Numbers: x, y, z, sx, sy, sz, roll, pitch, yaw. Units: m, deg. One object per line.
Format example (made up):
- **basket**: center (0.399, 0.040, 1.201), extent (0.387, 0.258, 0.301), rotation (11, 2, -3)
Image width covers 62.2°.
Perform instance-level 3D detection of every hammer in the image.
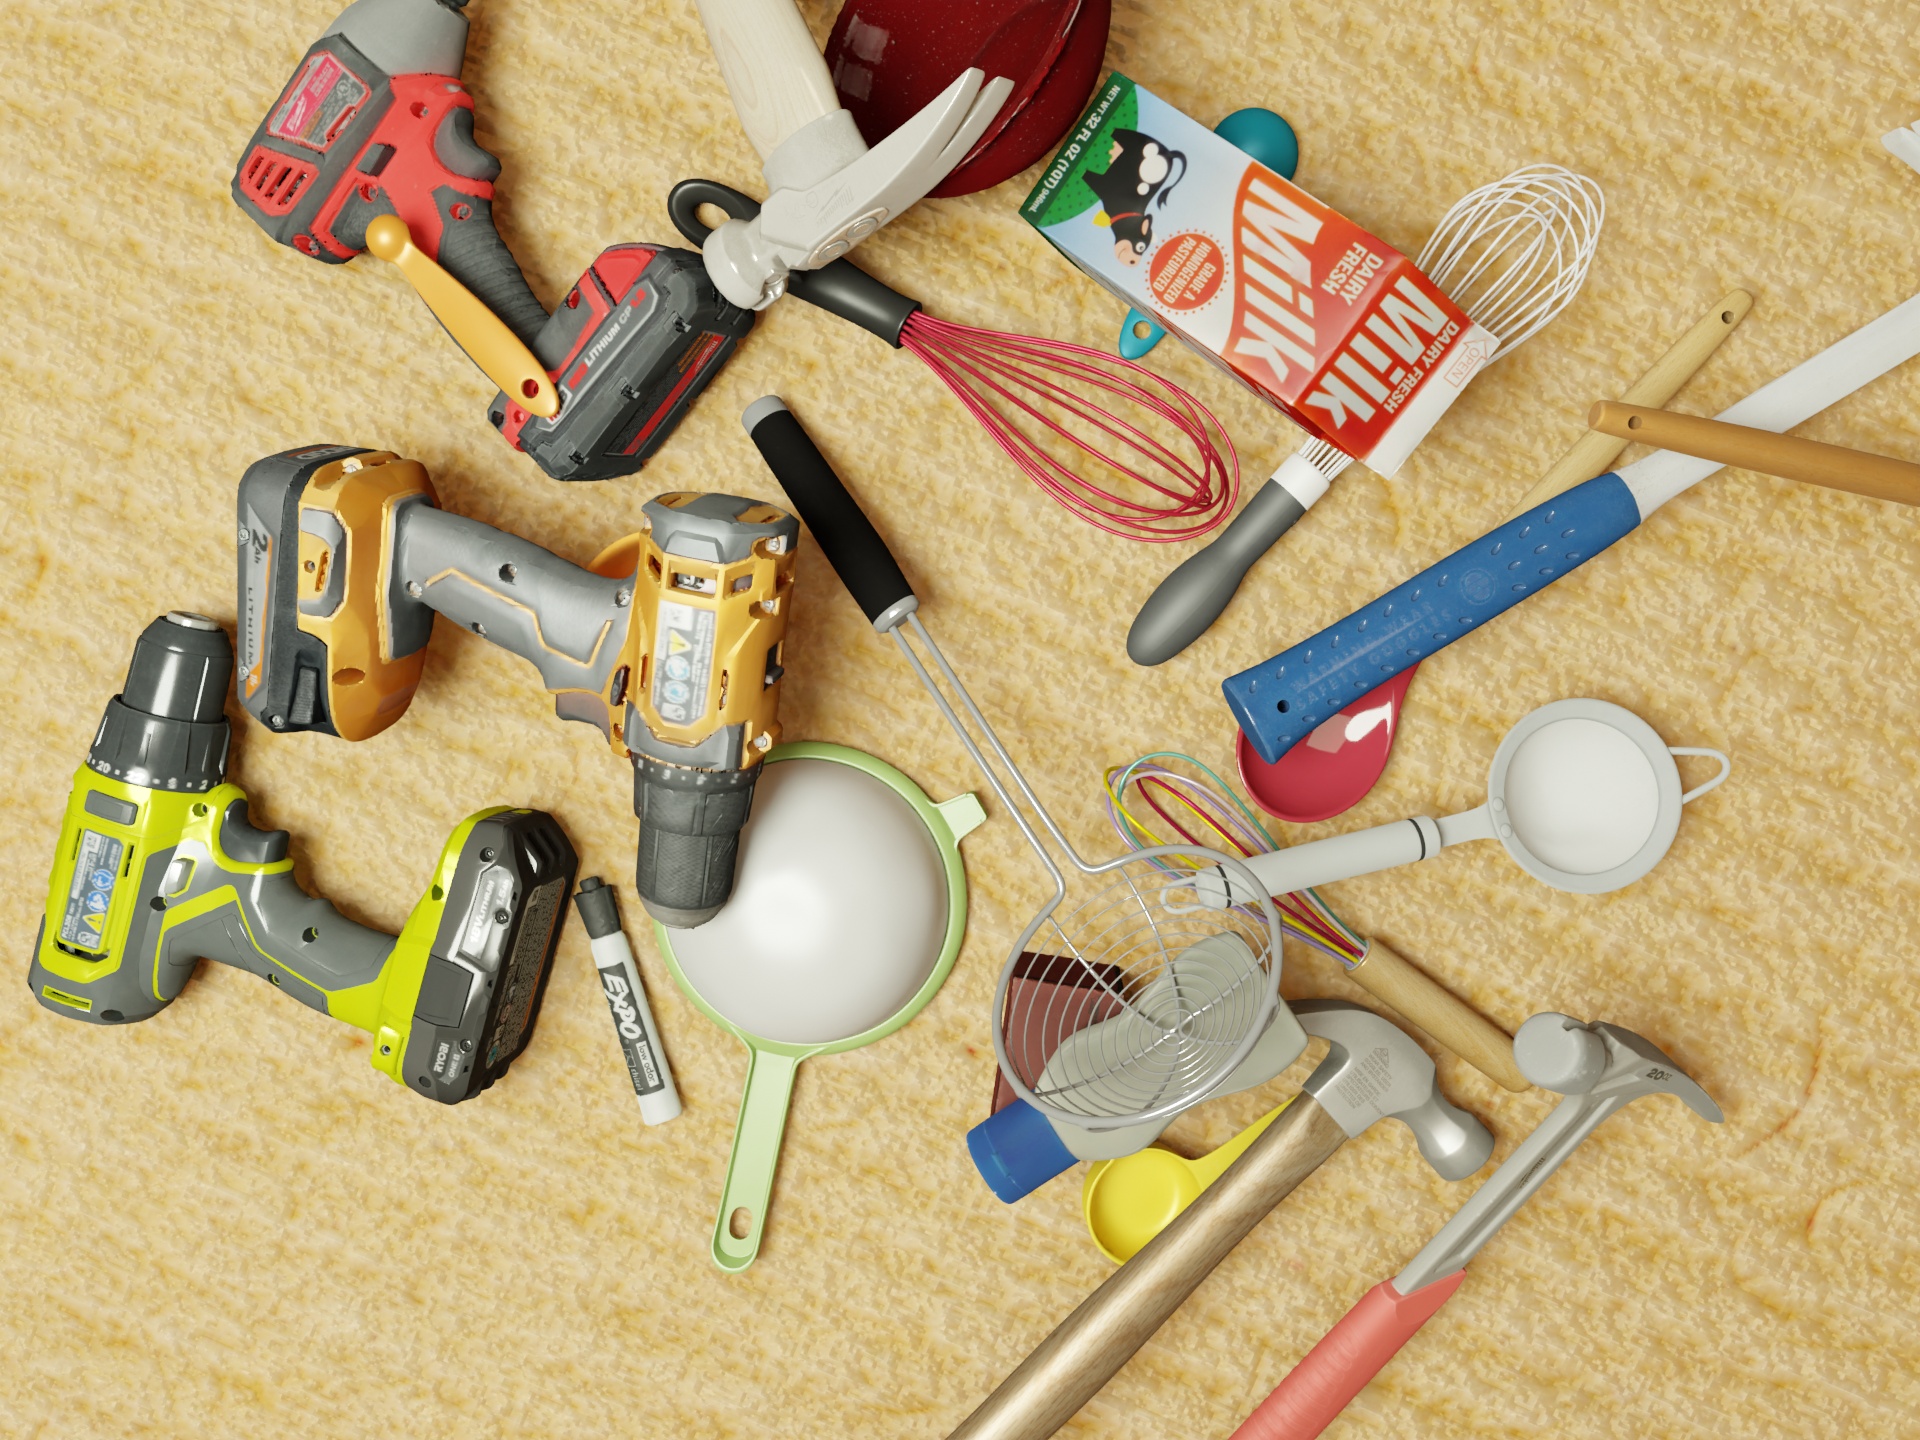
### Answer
- **hammer**: center (0.295, -0.107, 0.690), extent (0.405, 0.035, 0.144), rotation (-31, 96, 0)
- **hammer**: center (-0.118, -0.386, 0.650), extent (0.146, 0.038, 0.411), rotation (-27, 85, 33)
- **hammer**: center (0.081, 0.254, 0.713), extent (0.331, 0.031, 0.130), rotation (-43, 96, -5)
- **hammer**: center (0.191, 0.280, 0.722), extent (0.149, 0.037, 0.359), rotation (26, 107, -40)

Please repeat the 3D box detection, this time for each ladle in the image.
- **ladle**: center (0.242, -0.077, 0.720), extent (0.069, 0.031, 0.315), rotation (44, 93, -4)

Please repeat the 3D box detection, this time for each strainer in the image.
- **strainer**: center (0.210, 0.049, 0.703), extent (0.258, 0.050, 0.087), rotation (-12, 85, -8)
- **strainer**: center (-0.085, 0.138, 0.729), extent (0.151, 0.069, 0.256), rotation (12, 93, 2)

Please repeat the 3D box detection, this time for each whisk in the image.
- **whisk**: center (0.166, 0.092, 0.730), extent (0.245, 0.047, 0.051), rotation (36, 87, -4)
- **whisk**: center (-0.007, -0.167, 0.715), extent (0.296, 0.073, 0.073), rotation (31, 95, 7)
- **whisk**: center (0.174, -0.130, 0.707), extent (0.070, 0.070, 0.284), rotation (42, 99, 0)

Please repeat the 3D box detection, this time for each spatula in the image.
- **spatula**: center (0.413, -0.096, 0.672), extent (0.322, 0.041, 0.081), rotation (11, 104, -7)

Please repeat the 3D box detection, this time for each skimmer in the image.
- **skimmer**: center (-0.001, -0.002, 0.663), extent (0.127, 0.090, 0.363), rotation (-35, 76, 6)

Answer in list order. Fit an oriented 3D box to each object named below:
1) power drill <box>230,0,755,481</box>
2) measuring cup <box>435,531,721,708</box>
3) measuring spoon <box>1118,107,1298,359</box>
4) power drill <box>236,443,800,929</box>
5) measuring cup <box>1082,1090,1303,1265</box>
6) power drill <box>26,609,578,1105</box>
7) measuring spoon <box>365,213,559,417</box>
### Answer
- **power drill**: center (-0.206, -0.221, 0.705), extent (0.219, 0.078, 0.143), rotation (43, 104, 3)
- **measuring cup**: center (-0.169, -0.050, 0.734), extent (0.173, 0.052, 0.095), rotation (10, 96, 10)
- **measuring spoon**: center (0.109, -0.220, 0.719), extent (0.042, 0.021, 0.128), rotation (32, 94, 1)
- **power drill**: center (-0.185, -0.017, 0.674), extent (0.226, 0.084, 0.185), rotation (11, 109, 9)
- **measuring cup**: center (0.128, 0.201, 0.750), extent (0.156, 0.029, 0.062), rotation (-28, 94, -7)
- **power drill**: center (-0.303, 0.066, 0.735), extent (0.228, 0.080, 0.190), rotation (17, 95, 5)
- **measuring spoon**: center (-0.211, -0.170, 0.669), extent (0.117, 0.011, 0.021), rotation (46, 106, 5)
